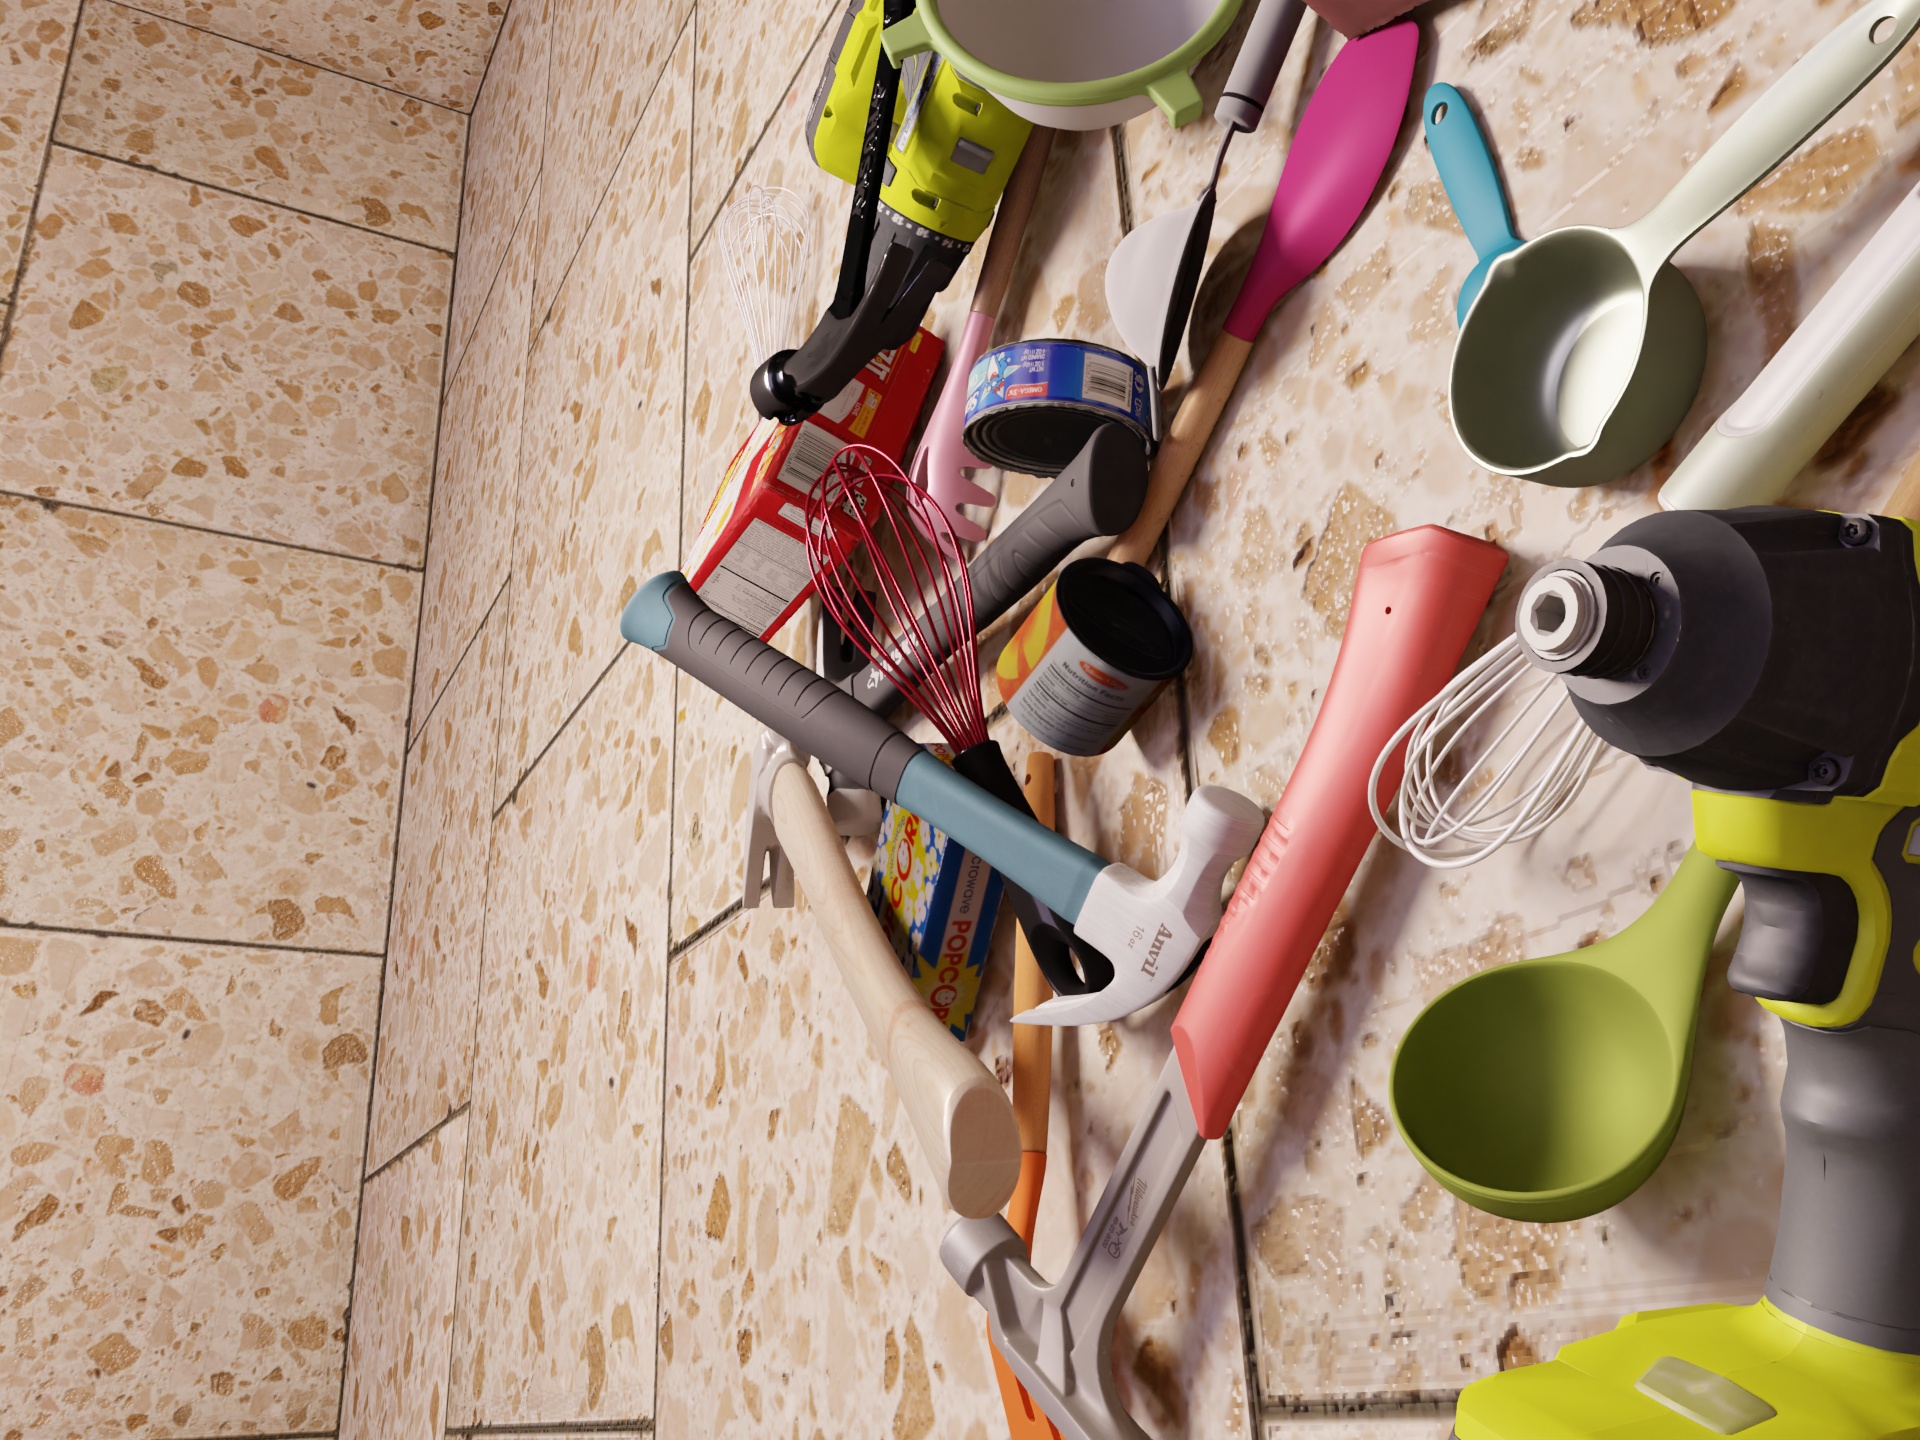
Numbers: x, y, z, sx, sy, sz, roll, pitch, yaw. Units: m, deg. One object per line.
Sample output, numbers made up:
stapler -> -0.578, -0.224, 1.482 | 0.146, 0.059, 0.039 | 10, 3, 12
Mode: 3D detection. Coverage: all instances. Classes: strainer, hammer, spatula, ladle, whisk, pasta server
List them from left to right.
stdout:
whisk -> -0.136, -0.263, 1.156 | 0.070, 0.070, 0.285 | -30, 60, 57
hammer -> -0.053, 0.111, 0.778 | 0.411, 0.038, 0.146 | -130, 44, -63
hammer -> -0.031, 0.017, 0.698 | 0.331, 0.033, 0.128 | 31, 113, 28
hammer -> -0.031, -0.357, 0.806 | 0.149, 0.036, 0.409 | -16, 62, 58
hammer -> -0.003, -0.058, 0.816 | 0.334, 0.035, 0.146 | -39, 51, 56
whisk -> -0.001, -0.002, 0.726 | 0.073, 0.073, 0.296 | -46, 63, 48
pasta server -> 0.026, -0.244, 0.863 | 0.060, 0.040, 0.316 | 26, 101, 62
spatula -> 0.039, 0.167, 0.703 | 0.081, 0.041, 0.323 | -32, 49, 54
strainer -> 0.076, -0.375, 0.756 | 0.069, 0.151, 0.256 | 72, -142, -67
strainer -> 0.112, -0.247, 0.667 | 0.087, 0.050, 0.258 | -17, -50, -79
hammer -> 0.105, 0.103, 0.562 | 0.149, 0.036, 0.359 | 38, 112, 42
whisk -> 0.198, -0.050, 0.441 | 0.246, 0.059, 0.058 | -58, 17, 28
ladle -> 0.206, -0.006, 0.401 | 0.320, 0.062, 0.078 | -67, 30, 19

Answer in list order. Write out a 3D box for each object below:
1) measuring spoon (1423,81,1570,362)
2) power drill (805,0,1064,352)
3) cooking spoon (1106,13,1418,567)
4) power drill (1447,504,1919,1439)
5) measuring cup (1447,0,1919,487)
measuring spoon -> 0.175, -0.178, 0.552 | 0.042, 0.021, 0.129 | -45, 44, 48
power drill -> -0.027, -0.329, 0.903 | 0.190, 0.080, 0.229 | -62, 27, 26
cooking spoon -> 0.106, -0.141, 0.677 | 0.318, 0.017, 0.069 | -65, 29, 26
power drill -> 0.170, 0.072, 0.322 | 0.080, 0.171, 0.223 | 8, 92, 63
measuring cup -> 0.211, -0.133, 0.454 | 0.167, 0.038, 0.083 | -49, 40, 43
